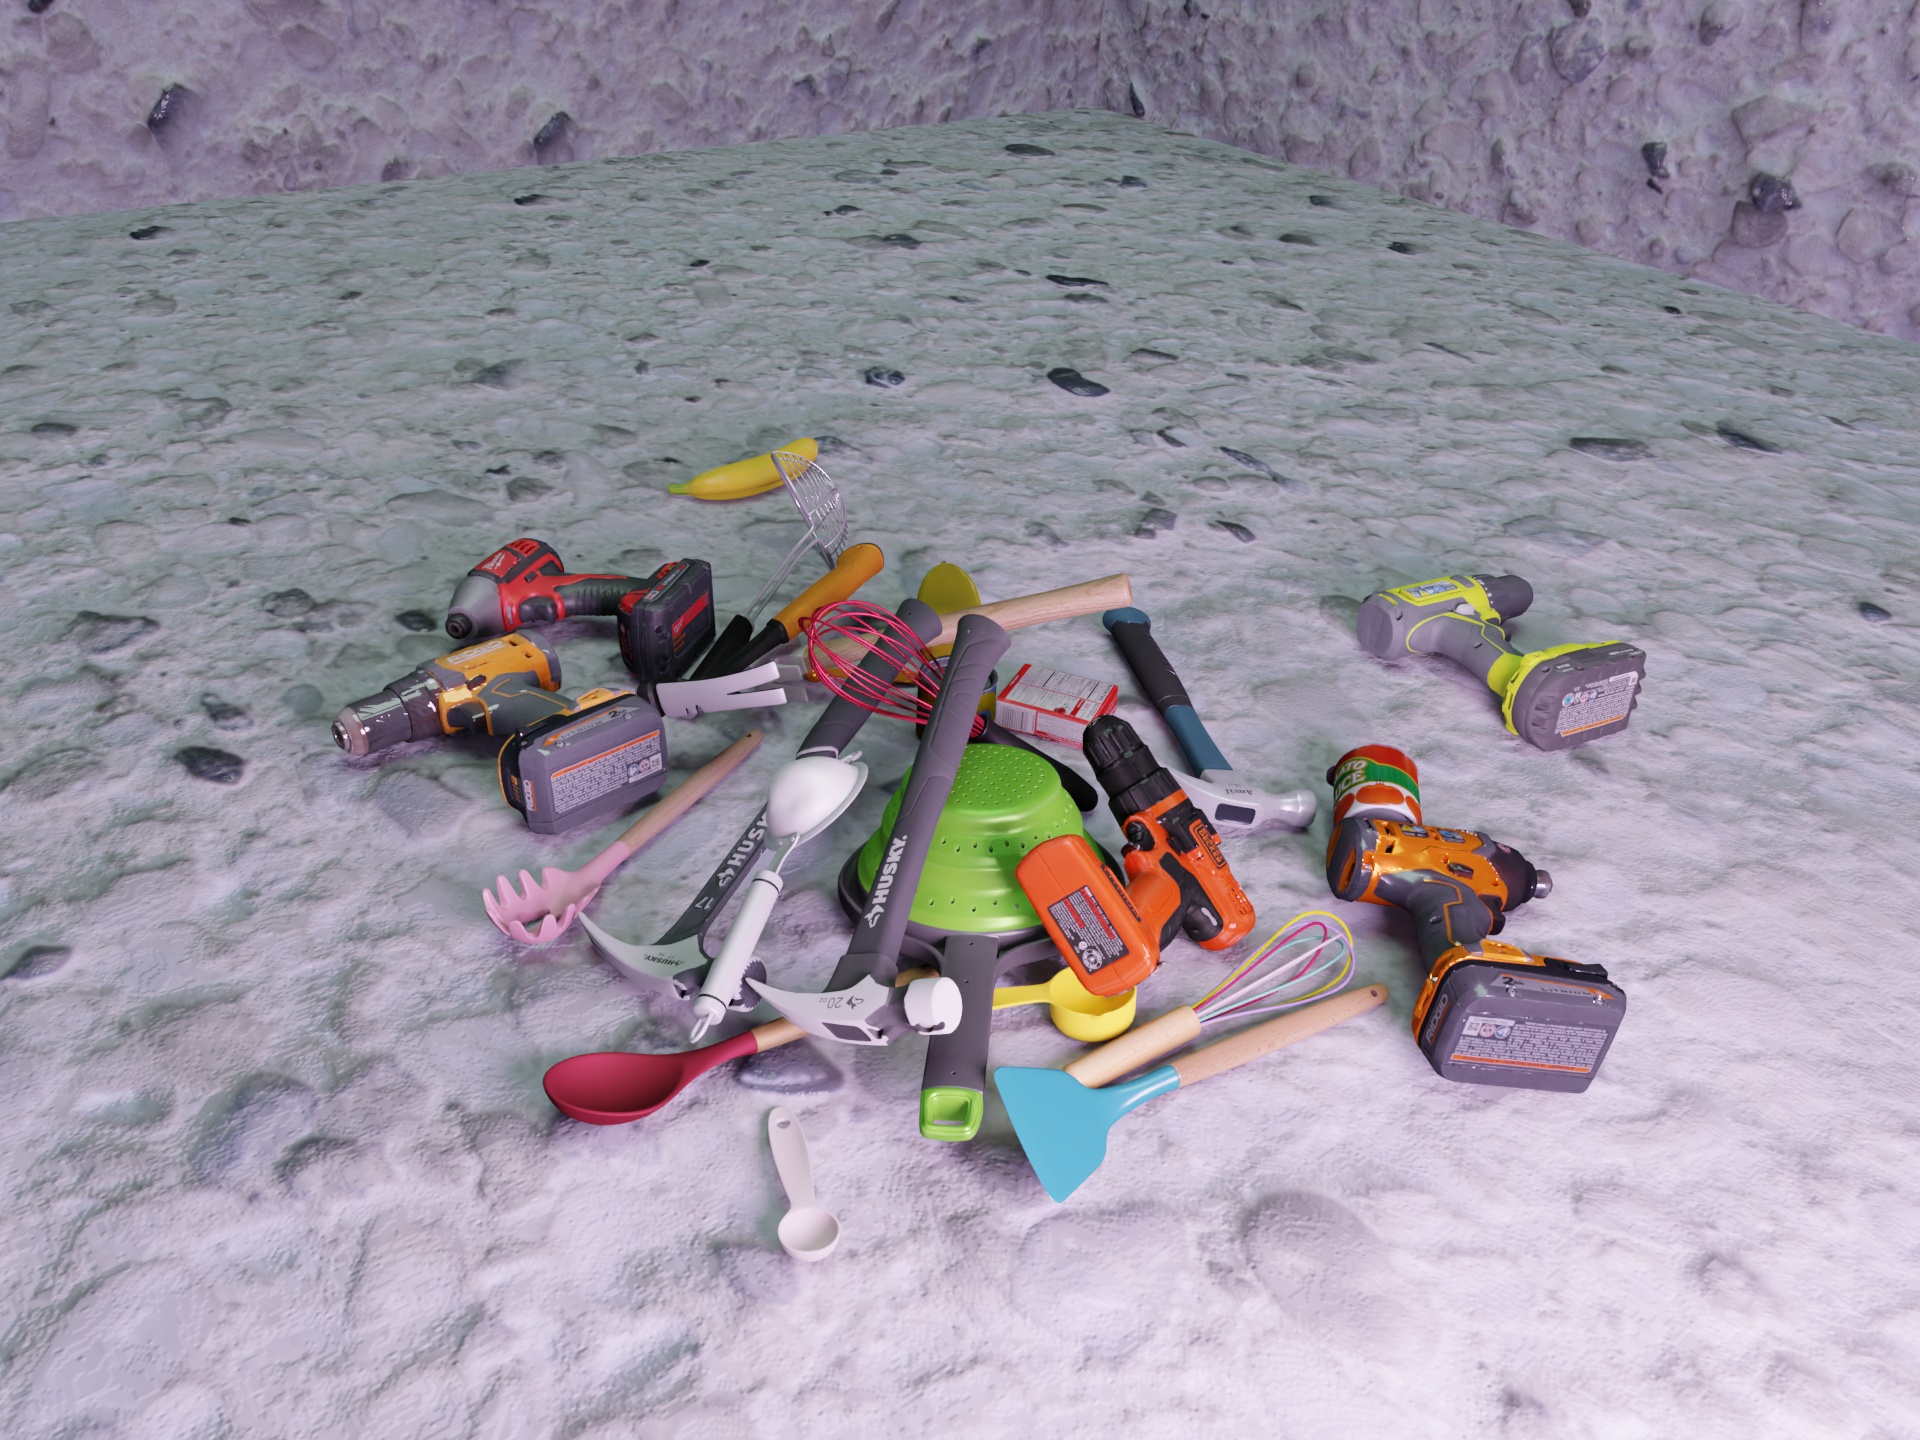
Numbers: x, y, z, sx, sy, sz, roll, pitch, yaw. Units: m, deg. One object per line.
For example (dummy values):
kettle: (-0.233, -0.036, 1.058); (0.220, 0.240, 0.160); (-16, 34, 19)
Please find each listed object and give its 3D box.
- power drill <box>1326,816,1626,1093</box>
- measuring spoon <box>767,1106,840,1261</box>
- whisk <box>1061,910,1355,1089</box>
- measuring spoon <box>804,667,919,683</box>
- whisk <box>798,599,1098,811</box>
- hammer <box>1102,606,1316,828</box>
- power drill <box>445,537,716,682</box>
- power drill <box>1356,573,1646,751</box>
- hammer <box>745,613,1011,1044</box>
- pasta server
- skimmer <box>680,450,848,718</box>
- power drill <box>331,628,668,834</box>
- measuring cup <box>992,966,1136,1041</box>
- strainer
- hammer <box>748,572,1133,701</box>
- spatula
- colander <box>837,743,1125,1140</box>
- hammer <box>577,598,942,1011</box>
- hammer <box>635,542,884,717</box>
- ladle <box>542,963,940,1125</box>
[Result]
power drill: (0.357, 0.148, 1.078); (0.164, 0.084, 0.227); (7, 28, -10)
measuring spoon: (-0.094, 0.265, 0.909); (0.034, 0.018, 0.124); (-5, 26, -14)
whisk: (0.164, 0.183, 1.039); (0.245, 0.047, 0.051); (-20, 28, -28)
measuring spoon: (-0.079, -0.037, 1.397); (0.117, 0.011, 0.021); (3, 31, -8)
whisk: (-0.002, -0.004, 1.174); (0.295, 0.073, 0.073); (33, 18, -31)
hammer: (0.184, -0.011, 1.356); (0.128, 0.033, 0.331); (3, 30, -14)
power drill: (-0.340, -0.100, 1.409); (0.220, 0.078, 0.143); (10, 32, 15)
power drill: (0.503, -0.068, 1.449); (0.190, 0.080, 0.229); (-13, 33, -25)
hammer: (-0.030, 0.058, 1.035); (0.146, 0.035, 0.335); (-9, 45, 31)
pasta server: (-0.234, 0.075, 1.171); (0.060, 0.040, 0.316); (18, 33, 19)
skimmer: (-0.195, -0.121, 1.461); (0.090, 0.127, 0.363); (-6, 37, 30)
power drill: (-0.358, 0.008, 1.230); (0.185, 0.084, 0.226); (-26, 38, -38)
measuring cup: (0.037, 0.190, 1.034); (0.156, 0.029, 0.062); (-6, 26, 0)
strainer: (-0.121, 0.097, 1.013); (0.087, 0.050, 0.259); (-21, 33, 37)
hammer: (-0.020, -0.075, 1.331); (0.331, 0.031, 0.130); (-12, 21, 11)
spatula: (0.158, 0.212, 0.990); (0.317, 0.044, 0.082); (-14, 66, -30)
colander: (0.008, 0.114, 1.042); (0.204, 0.094, 0.397); (2, 26, 4)
hammer: (-0.118, 0.040, 1.152); (0.149, 0.036, 0.409); (7, 42, 27)
hammer: (-0.137, -0.086, 1.349); (0.127, 0.034, 0.337); (-6, 22, 25)
ladle: (-0.109, 0.193, 1.007); (0.315, 0.031, 0.069); (-15, 30, -31)
